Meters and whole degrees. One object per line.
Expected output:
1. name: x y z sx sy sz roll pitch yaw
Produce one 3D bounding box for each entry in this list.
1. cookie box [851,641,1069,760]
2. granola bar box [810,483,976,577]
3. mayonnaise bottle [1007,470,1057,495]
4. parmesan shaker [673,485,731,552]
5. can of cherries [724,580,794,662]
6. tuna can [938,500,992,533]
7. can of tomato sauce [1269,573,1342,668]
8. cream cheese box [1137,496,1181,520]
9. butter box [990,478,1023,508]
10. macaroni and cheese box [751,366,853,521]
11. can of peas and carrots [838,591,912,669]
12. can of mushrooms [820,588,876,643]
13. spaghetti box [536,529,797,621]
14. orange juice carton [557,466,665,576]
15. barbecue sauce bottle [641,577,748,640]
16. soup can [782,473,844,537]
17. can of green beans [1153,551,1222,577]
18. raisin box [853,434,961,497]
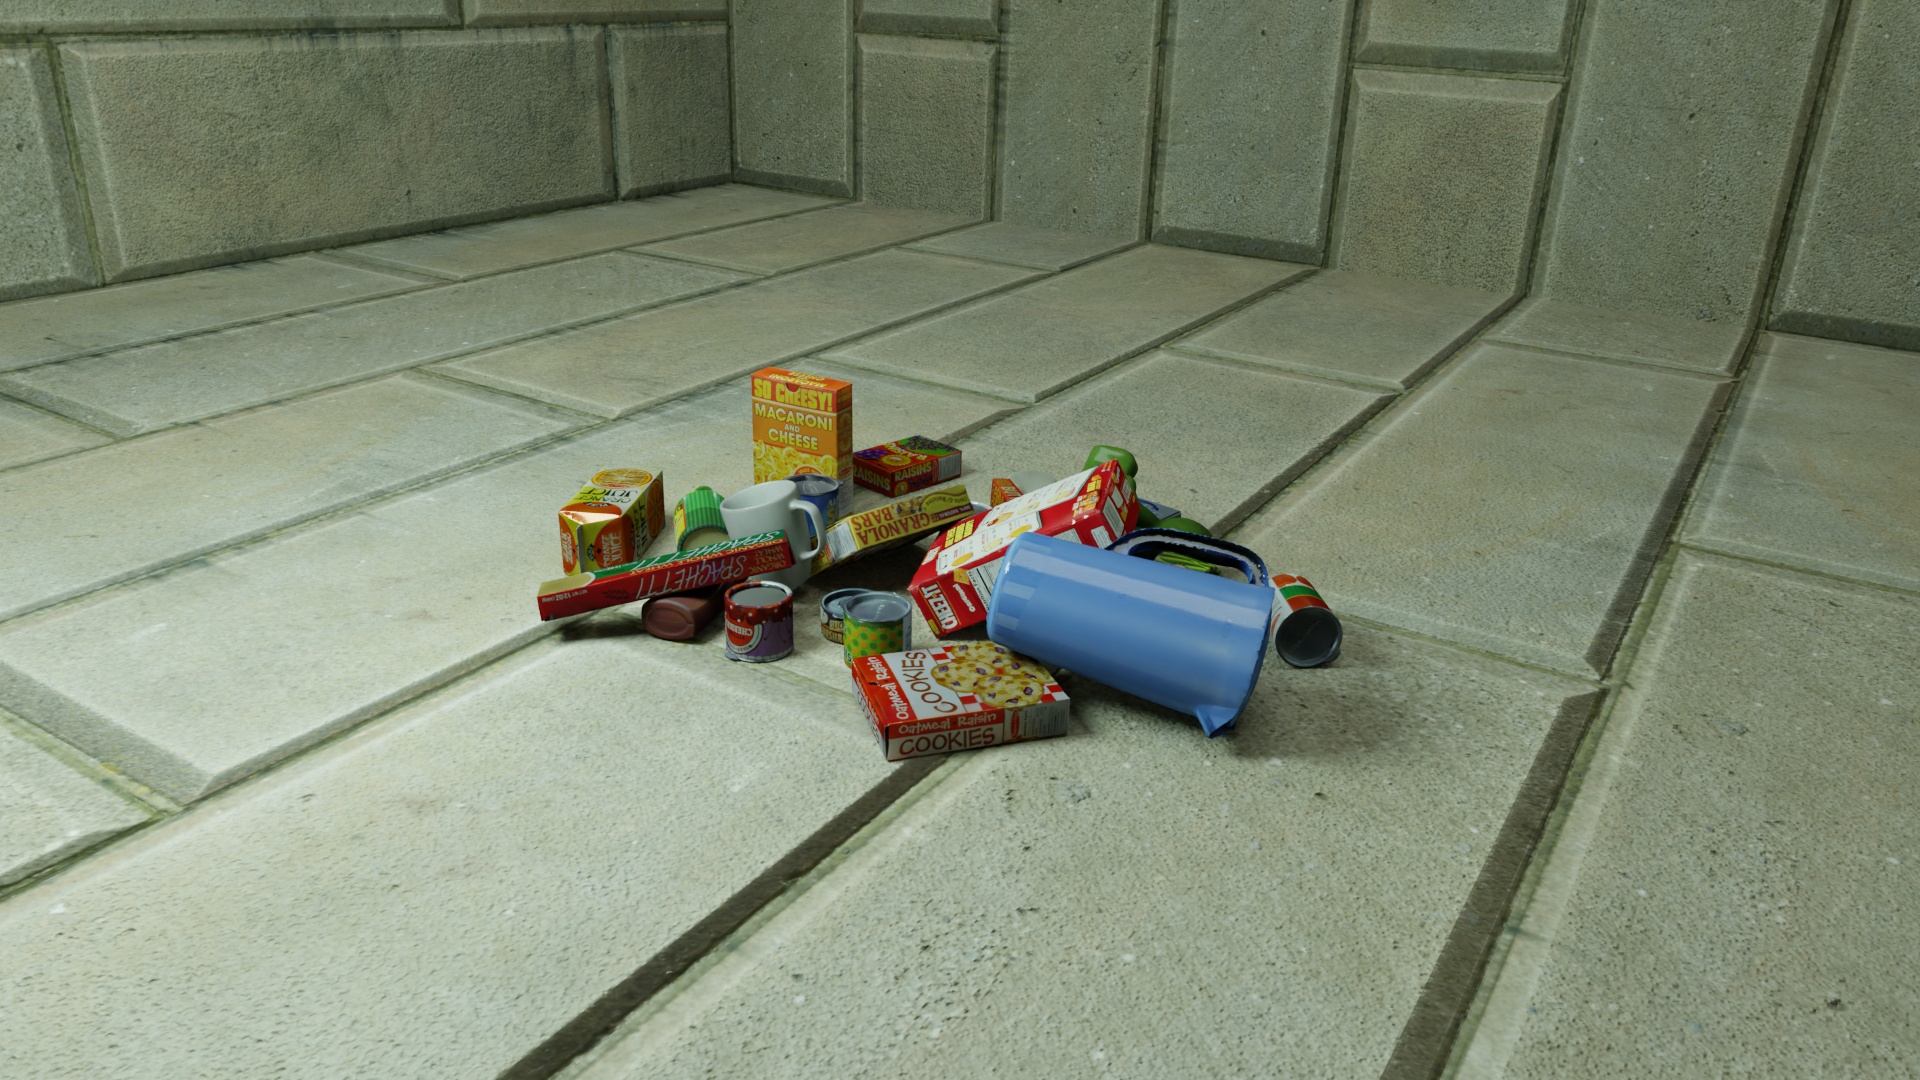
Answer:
1. cookie box: -0.003 0.138 1.241 0.168 0.040 0.123 -6 24 -17
2. granola bar box: -0.085 -0.010 1.511 0.166 0.039 0.124 -18 -5 -40
3. mayonnaise bottle: 0.094 -0.041 1.677 0.065 0.041 0.149 -2 24 -5
4. parmesan shaker: -0.281 -0.010 1.530 0.071 0.071 0.103 -3 23 -12
5. can of cherries: -0.196 0.078 1.344 0.071 0.058 0.072 2 22 -1
6. tuna can: 0.006 -0.020 1.628 0.071 0.032 0.071 2 22 -1
7. can of tomato sauce: 0.335 0.079 1.377 0.071 0.071 0.083 0 22 -4
8. cream cheese box: 0.210 -0.033 1.684 0.104 0.024 0.053 21 29 38
9. butter box: 0.060 -0.033 1.635 0.024 0.053 0.104 -2 23 -15
10. macaroni and cheese box: -0.189 -0.115 1.665 0.124 0.165 0.040 13 26 26
11. can of peas and carrots: -0.082 0.088 1.328 0.071 0.058 0.071 1 22 0
12. can of mushrooms: -0.108 0.076 1.388 0.071 0.033 0.071 2 23 -1
13. spaghetti box: -0.288 0.033 1.369 0.250 0.028 0.050 -13 17 -8
14. orange juice carton: -0.389 -0.017 1.537 0.073 0.071 0.193 3 23 4
15. barbecue sauce bottle: -0.263 0.053 1.419 0.065 0.043 0.149 5 22 18
16. soup can: -0.166 -0.025 1.560 0.071 0.083 0.071 2 23 -1
17. can of green beans: 0.230 0.050 1.437 0.058 0.071 0.071 19 28 35
18. raisin box: -0.071 -0.098 1.798 0.124 0.040 0.086 -20 32 -40
